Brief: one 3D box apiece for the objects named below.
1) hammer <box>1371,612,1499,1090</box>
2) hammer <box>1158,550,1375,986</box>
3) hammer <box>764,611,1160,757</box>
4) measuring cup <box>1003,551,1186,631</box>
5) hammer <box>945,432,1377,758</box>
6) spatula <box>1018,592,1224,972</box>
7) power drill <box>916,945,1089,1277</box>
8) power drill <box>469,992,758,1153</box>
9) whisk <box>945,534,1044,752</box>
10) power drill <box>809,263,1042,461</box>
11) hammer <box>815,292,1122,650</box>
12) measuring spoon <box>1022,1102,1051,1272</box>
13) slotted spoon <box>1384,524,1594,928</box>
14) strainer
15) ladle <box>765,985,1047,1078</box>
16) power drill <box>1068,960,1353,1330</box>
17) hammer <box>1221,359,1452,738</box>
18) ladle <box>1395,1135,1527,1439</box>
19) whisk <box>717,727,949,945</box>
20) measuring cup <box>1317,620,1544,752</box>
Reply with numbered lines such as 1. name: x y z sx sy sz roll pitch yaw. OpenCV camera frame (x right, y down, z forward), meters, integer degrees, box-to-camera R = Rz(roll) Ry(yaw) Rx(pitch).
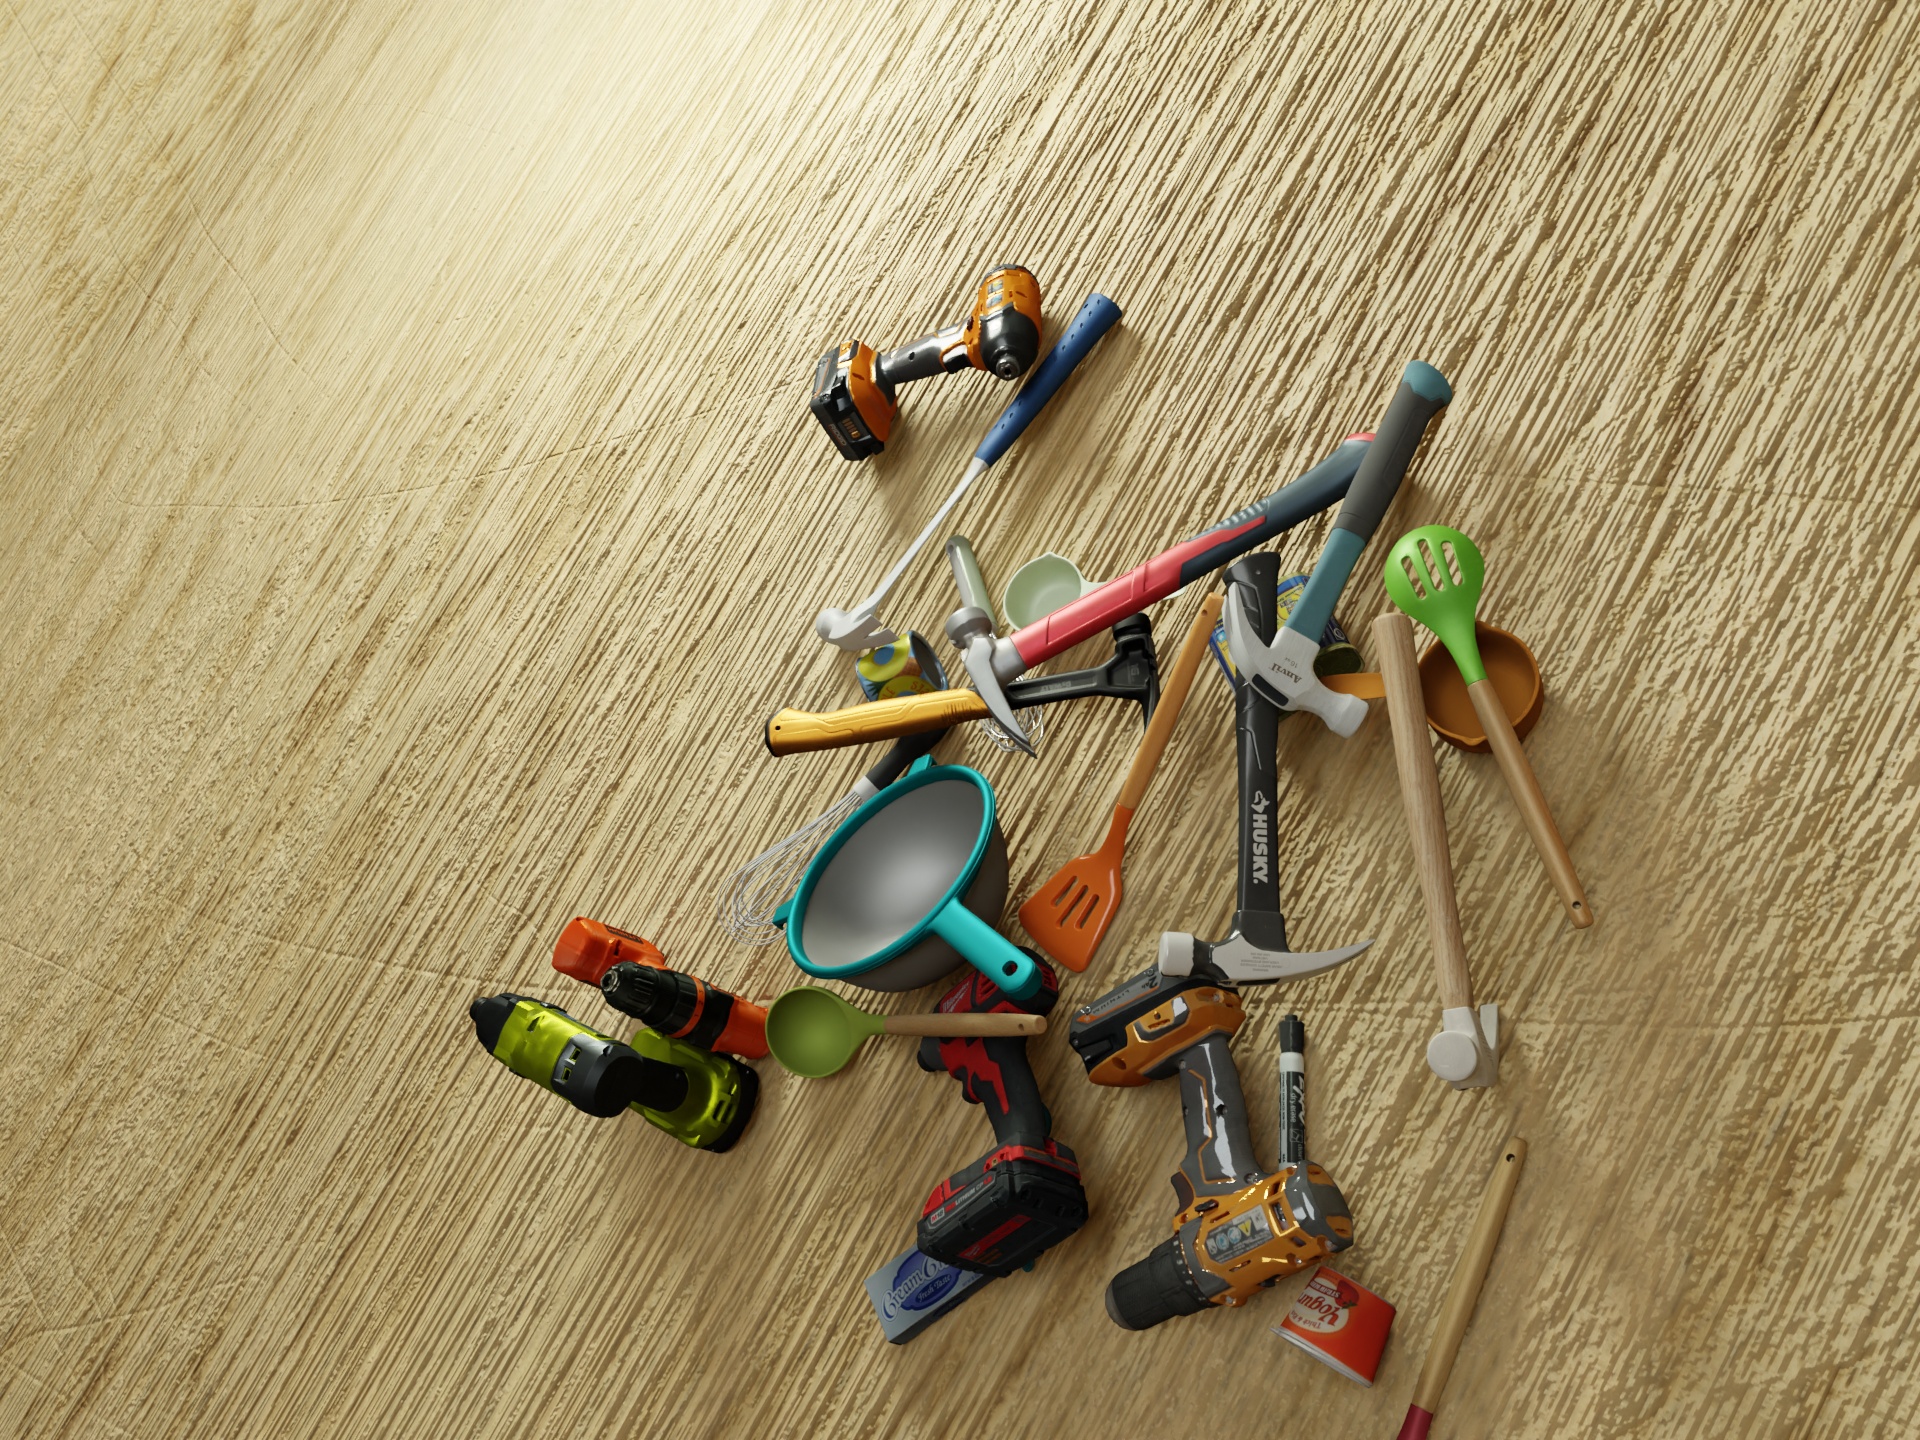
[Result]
1. hammer: 0.322 0.084 1.087 0.031 0.130 0.331 -13 68 24
2. hammer: 0.222 0.028 1.162 0.146 0.035 0.335 4 68 1
3. hammer: -0.002 -0.004 1.317 0.337 0.034 0.127 -9 59 13
4. measuring cup: 0.119 -0.102 1.363 0.167 0.038 0.083 -1 68 28
5. hammer: 0.184 -0.114 1.276 0.386 0.038 0.143 -28 58 1
6. spatula: 0.132 0.046 1.228 0.081 0.041 0.322 40 122 36
7. power drill: 0.020 0.290 1.190 0.143 0.078 0.220 -44 34 32
8. power drill: -0.284 0.282 1.305 0.171 0.223 0.080 17 77 34
9. whisk: 0.023 -0.072 1.400 0.057 0.059 0.247 116 146 -46
10. power drill: -0.027 -0.333 1.501 0.226 0.084 0.164 -22 36 19
11. hammer: 0.016 -0.226 1.455 0.405 0.035 0.144 -52 21 -6
12. measuring spoon: 0.056 0.351 1.208 0.042 0.021 0.129 -17 68 49
13. slotted spoon: 0.374 -0.004 1.112 0.070 0.031 0.314 -23 68 16
14. strainer: -0.005 0.159 1.232 0.211 0.095 0.341 -47 29 -8
15. ladle: -0.048 0.238 1.223 0.320 0.062 0.078 -14 92 52
16. power drill: 0.153 0.302 1.126 0.185 0.084 0.226 -37 55 23
17. hammer: 0.301 -0.147 1.209 0.128 0.033 0.331 29 65 4
18. ladle: 0.308 0.418 1.024 0.069 0.031 0.315 16 76 34
19. whisk: -0.105 0.084 1.398 0.284 0.070 0.070 -46 54 -2
20. measuring cup: 0.344 -0.019 1.182 0.174 0.052 0.095 -2 71 29
